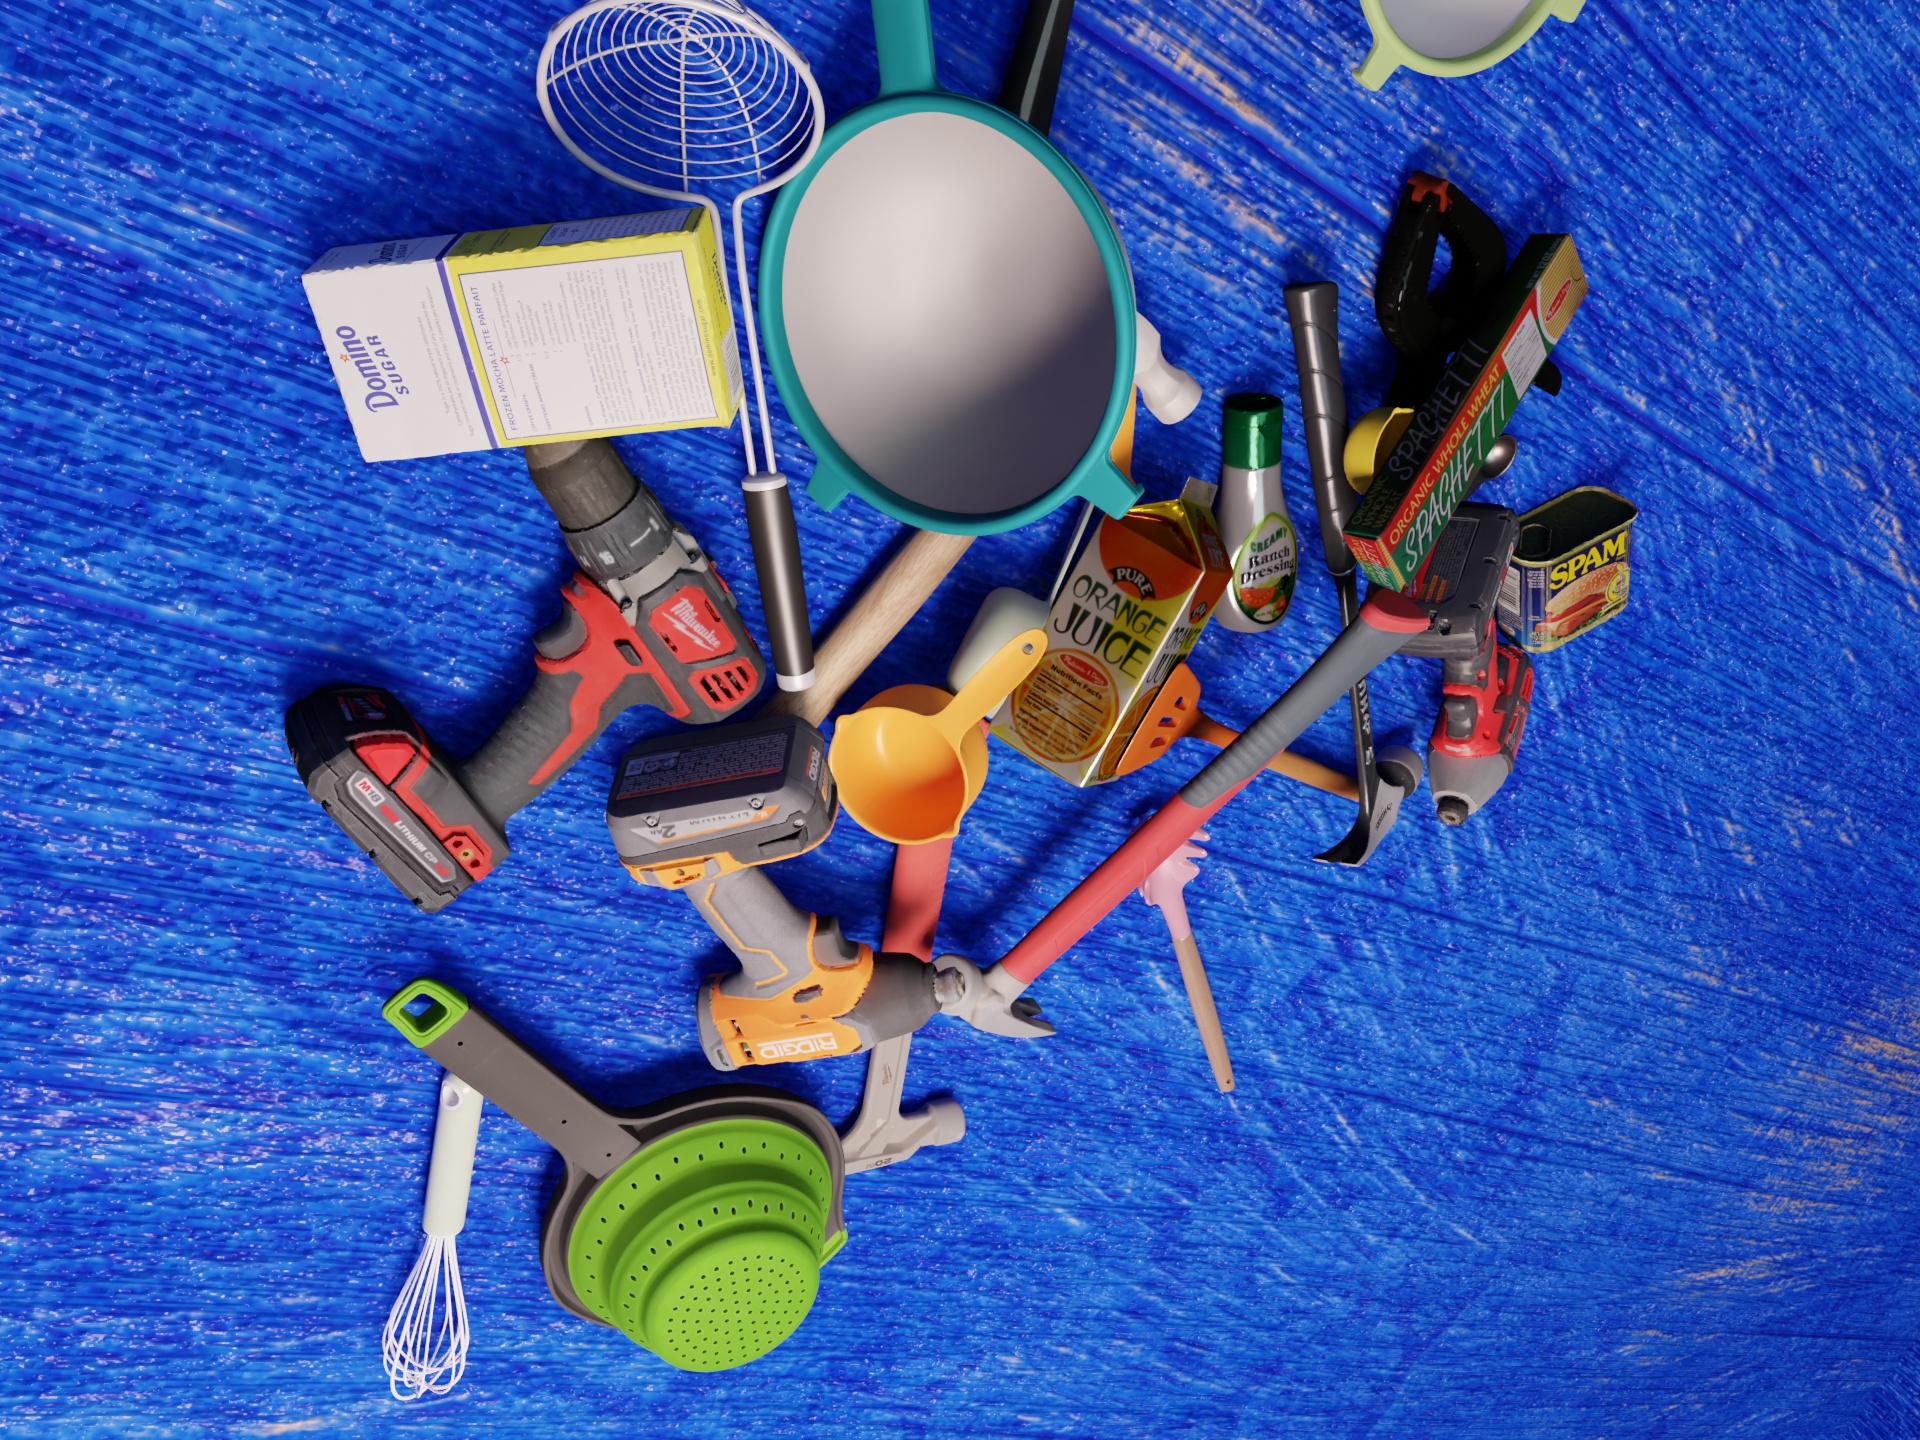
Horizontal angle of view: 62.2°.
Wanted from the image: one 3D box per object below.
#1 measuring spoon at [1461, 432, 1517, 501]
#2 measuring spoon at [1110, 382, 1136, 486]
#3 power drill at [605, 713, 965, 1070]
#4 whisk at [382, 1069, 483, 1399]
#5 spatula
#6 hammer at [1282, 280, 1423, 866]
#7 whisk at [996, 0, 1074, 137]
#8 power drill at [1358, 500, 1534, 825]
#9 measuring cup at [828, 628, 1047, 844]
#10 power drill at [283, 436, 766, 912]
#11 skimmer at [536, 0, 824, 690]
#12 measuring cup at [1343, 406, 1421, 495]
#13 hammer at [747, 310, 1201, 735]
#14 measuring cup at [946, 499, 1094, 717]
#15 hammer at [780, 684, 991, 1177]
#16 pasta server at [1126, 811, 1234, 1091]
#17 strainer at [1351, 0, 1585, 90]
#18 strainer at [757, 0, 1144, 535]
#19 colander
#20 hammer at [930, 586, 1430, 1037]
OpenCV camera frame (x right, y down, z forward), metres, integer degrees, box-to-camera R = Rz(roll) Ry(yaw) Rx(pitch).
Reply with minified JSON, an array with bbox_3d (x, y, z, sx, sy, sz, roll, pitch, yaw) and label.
[{"bbox_3d":[0.332,-0.152,1.097,0.124,0.018,0.034,-46,137,9],"label":"measuring spoon"},{"bbox_3d":[0.098,-0.181,0.947,0.021,0.011,0.116,-17,123,-21],"label":"measuring spoon"},{"bbox_3d":[-0.097,0.109,0.926,0.164,0.084,0.226,-10,126,9],"label":"power drill"},{"bbox_3d":[-0.318,0.315,0.975,0.059,0.058,0.246,-23,131,-60],"label":"whisk"},{"bbox_3d":[0.209,0.026,1.084,0.322,0.041,0.081,19,105,-44],"label":"spatula"},{"bbox_3d":[0.248,-0.087,1.036,0.149,0.036,0.408,-47,132,-44],"label":"hammer"},{"bbox_3d":[0.054,-0.393,0.779,0.073,0.073,0.295,-2,124,-29],"label":"whisk"},{"bbox_3d":[0.339,-0.034,1.084,0.143,0.078,0.219,-64,144,-26],"label":"power drill"},{"bbox_3d":[-0.001,-0.003,0.908,0.095,0.052,0.173,45,120,-1],"label":"measuring cup"},{"bbox_3d":[-0.227,-0.032,0.810,0.226,0.080,0.187,-37,128,-10],"label":"power drill"},{"bbox_3d":[-0.112,-0.164,0.777,0.127,0.090,0.363,-2,119,8],"label":"skimmer"},{"bbox_3d":[0.292,-0.188,0.997,0.156,0.029,0.062,-36,125,-31],"label":"measuring cup"},{"bbox_3d":[-0.010,-0.107,0.911,0.331,0.031,0.130,-49,124,5],"label":"hammer"},{"bbox_3d":[0.039,-0.083,0.948,0.038,0.083,0.167,26,83,-4],"label":"measuring cup"},{"bbox_3d":[-0.043,0.146,1.036,0.149,0.037,0.358,-4,119,-27],"label":"hammer"},{"bbox_3d":[0.172,0.179,1.174,0.060,0.040,0.315,-30,128,-13],"label":"pasta server"},{"bbox_3d":[0.249,-0.475,0.831,0.151,0.069,0.256,-24,125,-13],"label":"strainer"},{"bbox_3d":[0.001,-0.265,0.774,0.095,0.211,0.340,-35,124,-51],"label":"strainer"},{"bbox_3d":[-0.194,0.287,0.954,0.204,0.095,0.396,-39,127,-2],"label":"colander"},{"bbox_3d":[0.149,0.065,1.019,0.386,0.038,0.143,-44,146,11],"label":"hammer"}]
